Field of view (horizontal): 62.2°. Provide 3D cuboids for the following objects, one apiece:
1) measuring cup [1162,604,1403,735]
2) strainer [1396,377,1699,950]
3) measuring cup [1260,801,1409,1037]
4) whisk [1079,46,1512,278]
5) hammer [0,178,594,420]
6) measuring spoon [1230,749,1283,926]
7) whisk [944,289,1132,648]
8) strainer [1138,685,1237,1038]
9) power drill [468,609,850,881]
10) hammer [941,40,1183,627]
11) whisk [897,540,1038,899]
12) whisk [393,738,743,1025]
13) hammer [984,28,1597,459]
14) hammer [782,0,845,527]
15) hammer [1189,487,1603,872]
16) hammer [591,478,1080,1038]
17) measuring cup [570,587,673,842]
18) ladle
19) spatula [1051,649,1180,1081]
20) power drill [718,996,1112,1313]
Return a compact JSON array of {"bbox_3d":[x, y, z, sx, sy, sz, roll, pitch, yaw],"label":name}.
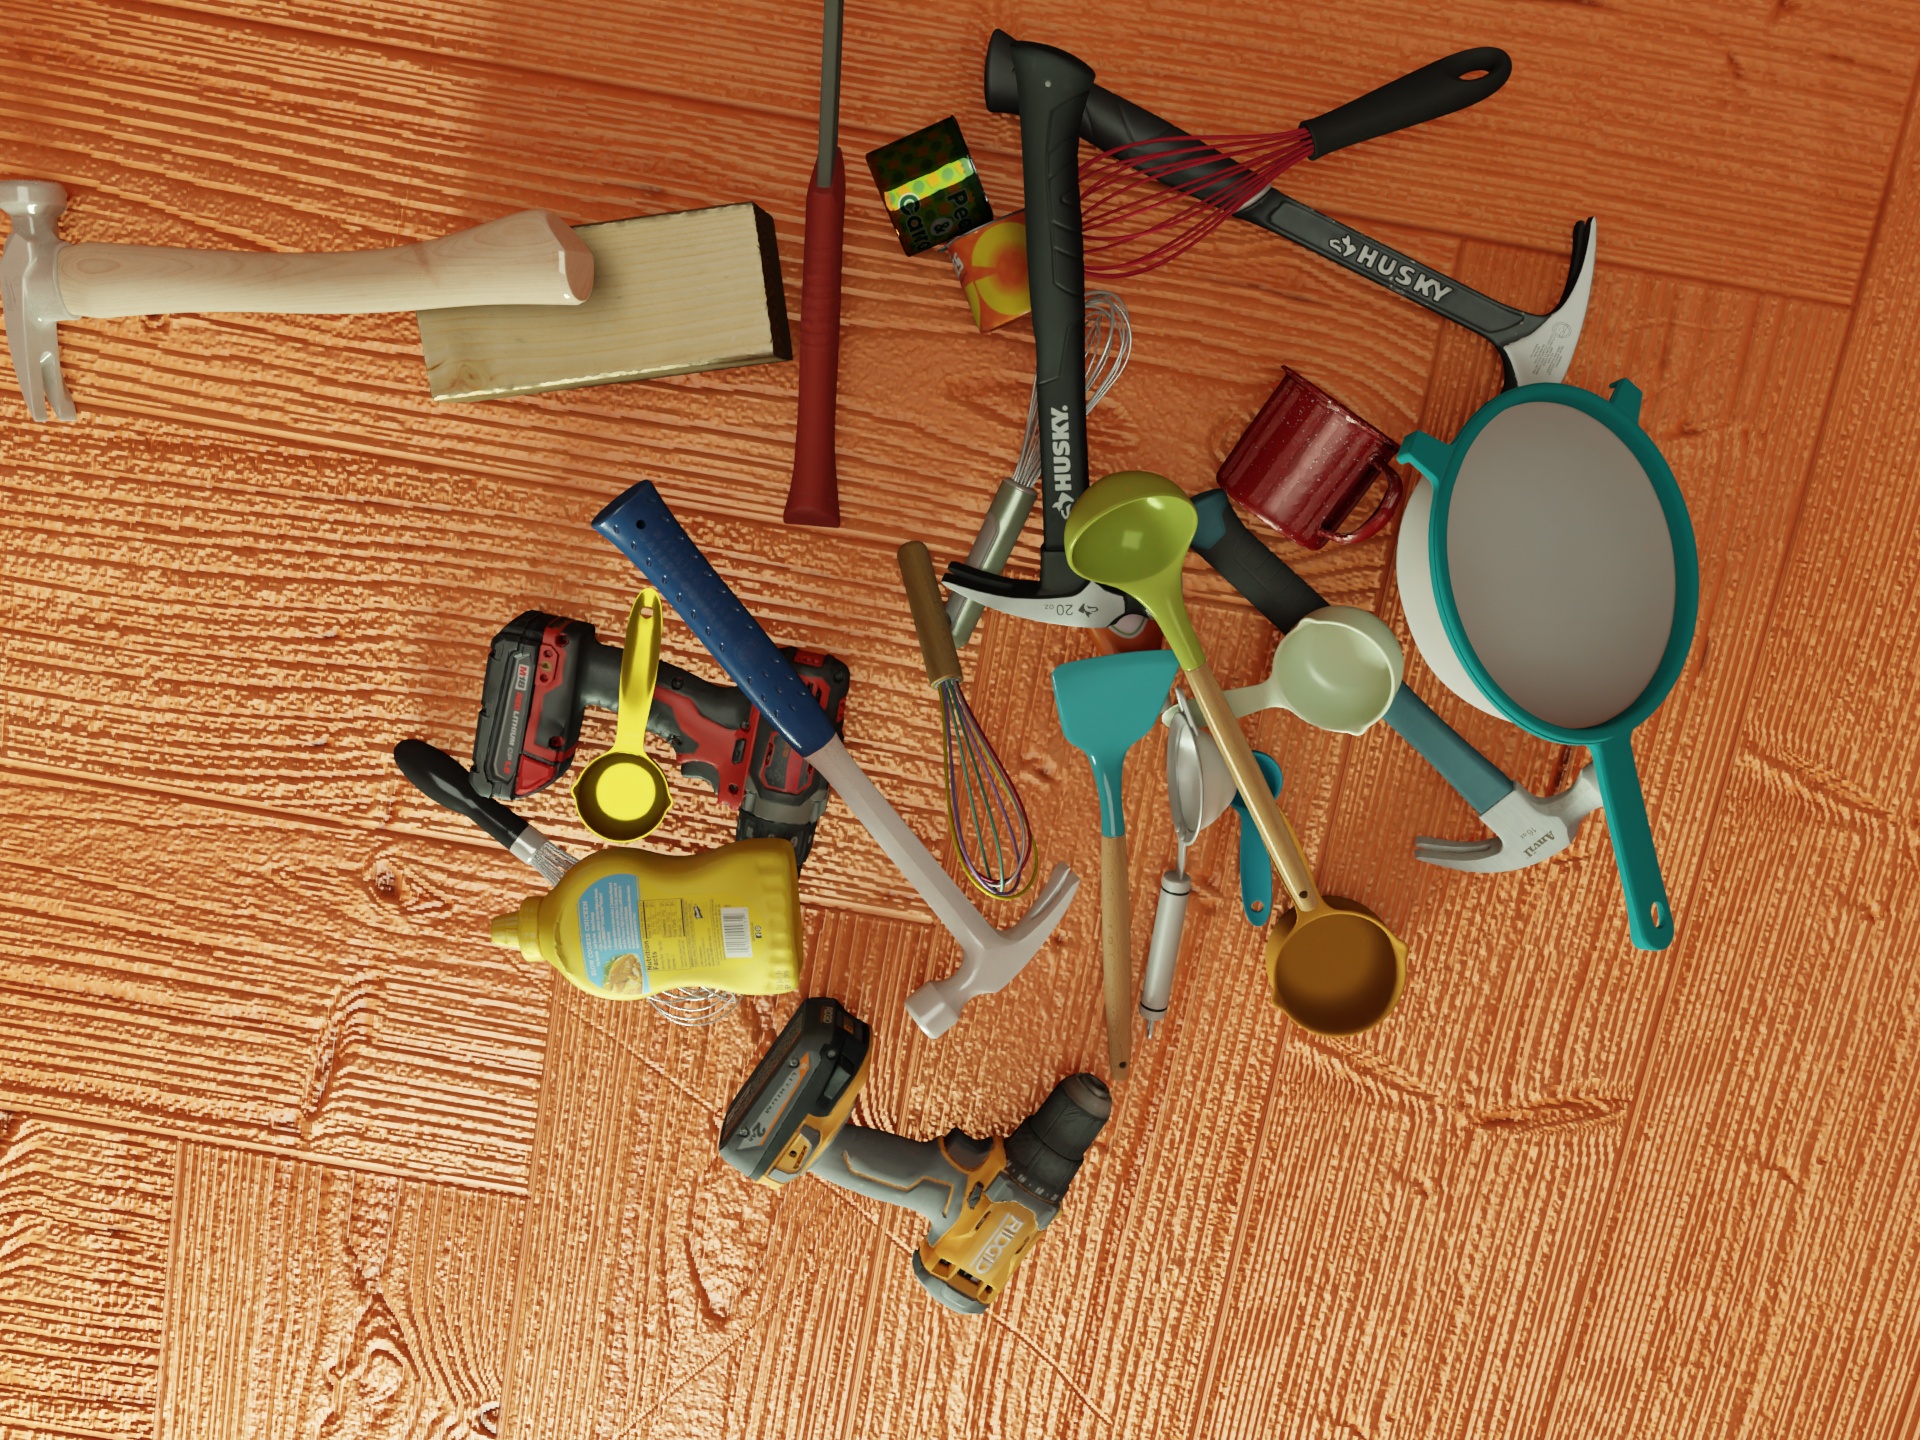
[{"bbox_3d":[0.202,-0.025,1.007,0.167,0.038,0.083,-17,108,41],"label":"measuring cup"},{"bbox_3d":[0.351,-0.027,0.959,0.211,0.095,0.340,-17,95,-27],"label":"strainer"},{"bbox_3d":[0.230,0.123,1.053,0.095,0.052,0.173,-24,98,6],"label":"measuring cup"},{"bbox_3d":[0.185,-0.331,0.930,0.296,0.073,0.073,-22,100,-2],"label":"whisk"},{"bbox_3d":[-0.399,-0.248,0.934,0.411,0.038,0.146,4,103,20],"label":"hammer"},{"bbox_3d":[0.196,0.077,1.065,0.042,0.021,0.128,-4,110,6],"label":"measuring spoon"},{"bbox_3d":[0.041,-0.155,1.005,0.059,0.058,0.246,14,109,-38],"label":"whisk"},{"bbox_3d":[0.145,0.099,1.045,0.050,0.087,0.258,3,113,-9],"label":"strainer"},{"bbox_3d":[-0.194,0.030,1.032,0.226,0.080,0.188,11,102,-4],"label":"power drill"},{"bbox_3d":[0.052,-0.212,0.918,0.146,0.035,0.334,0,117,11],"label":"hammer"},{"bbox_3d":[0.000,-0.003,0.986,0.047,0.051,0.245,-15,68,0],"label":"whisk"},{"bbox_3d":[-0.260,0.101,1.058,0.284,0.070,0.070,38,99,-1],"label":"whisk"},{"bbox_3d":[0.198,-0.316,0.975,0.409,0.036,0.149,26,99,-4],"label":"hammer"},{"bbox_3d":[-0.081,-0.294,0.960,0.036,0.149,0.359,5,113,0],"label":"hammer"},{"bbox_3d":[0.263,-0.029,1.020,0.331,0.033,0.128,43,116,-3],"label":"hammer"},{"bbox_3d":[-0.077,0.019,0.988,0.144,0.035,0.405,-39,113,-4],"label":"hammer"},{"bbox_3d":[-0.200,-0.003,0.979,0.062,0.029,0.156,8,90,-8],"label":"measuring cup"},{"bbox_3d":[0.152,-0.007,0.951,0.078,0.062,0.320,-24,112,12],"label":"ladle"},{"bbox_3d":[0.102,0.101,1.037,0.082,0.044,0.317,-8,110,-10],"label":"spatula"},{"bbox_3d":[-0.025,0.276,1.075,0.226,0.084,0.185,34,99,-10],"label":"power drill"}]
